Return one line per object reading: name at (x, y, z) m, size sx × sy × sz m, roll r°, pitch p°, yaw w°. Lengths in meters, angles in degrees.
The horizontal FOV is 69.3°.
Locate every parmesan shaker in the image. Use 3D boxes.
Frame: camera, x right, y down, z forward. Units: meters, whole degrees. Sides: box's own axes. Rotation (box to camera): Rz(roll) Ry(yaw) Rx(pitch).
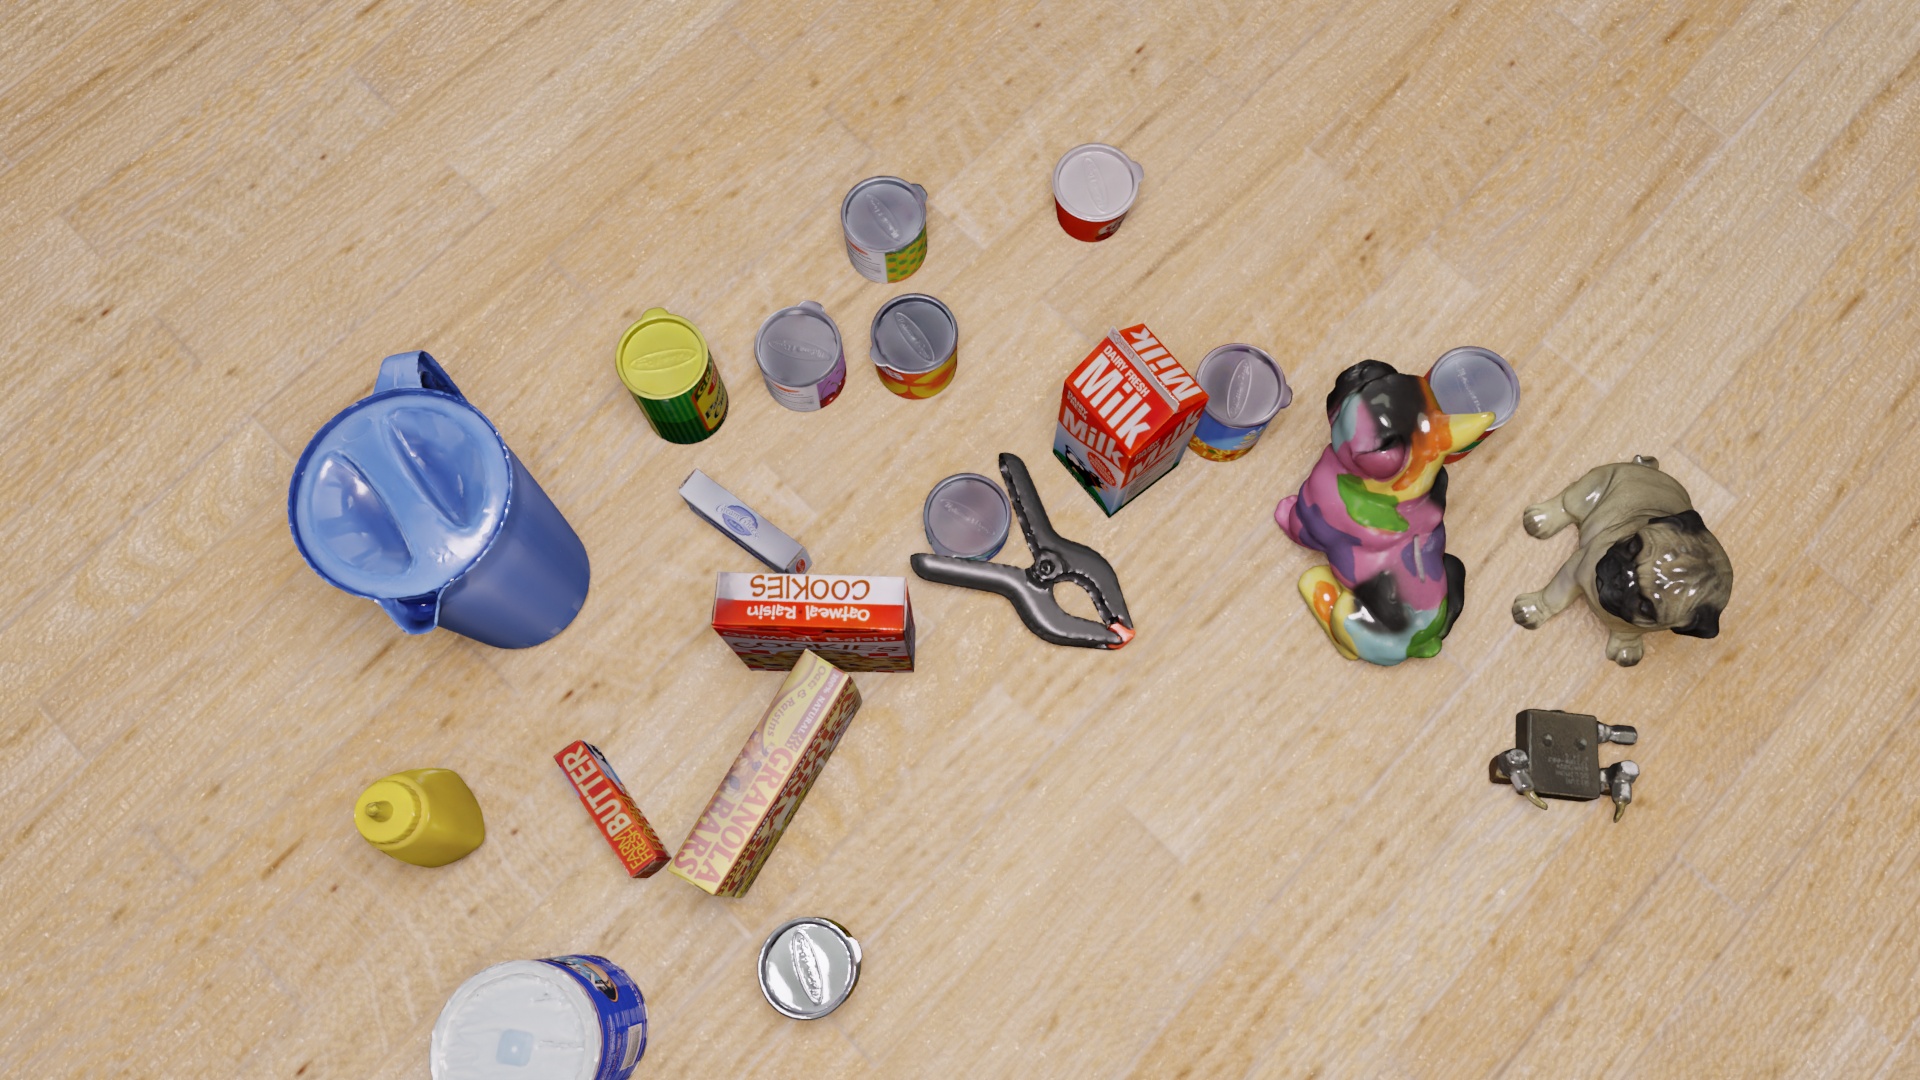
parmesan shaker at (-0.213, -0.121, 1.039) m, size 0.071 × 0.103 × 0.071 m, roll 0°, pitch 75°, yaw 0°

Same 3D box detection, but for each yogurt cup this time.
yogurt cup at (0.106, -0.274, 1.107) m, size 0.072 × 0.054 × 0.072 m, roll 0°, pitch 75°, yaw 0°

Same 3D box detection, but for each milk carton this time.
milk carton at (0.119, -0.088, 0.985) m, size 0.073 × 0.190 × 0.072 m, roll -37°, pitch 78°, yaw -9°

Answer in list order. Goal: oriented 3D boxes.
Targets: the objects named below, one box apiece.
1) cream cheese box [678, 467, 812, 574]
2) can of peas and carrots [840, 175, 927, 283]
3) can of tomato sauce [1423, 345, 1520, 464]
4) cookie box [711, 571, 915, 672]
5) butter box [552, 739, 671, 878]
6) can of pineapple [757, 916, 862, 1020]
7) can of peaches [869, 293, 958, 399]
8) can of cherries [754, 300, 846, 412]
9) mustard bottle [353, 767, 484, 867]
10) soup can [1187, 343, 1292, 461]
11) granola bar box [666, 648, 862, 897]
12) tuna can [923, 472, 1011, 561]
cream cheese box at (-0.160, -0.009, 1.034) m, size 0.104 × 0.053 × 0.024 m, roll 35°, pitch 78°, yaw 9°
can of peas and carrots at (-0.057, -0.246, 1.096) m, size 0.071 × 0.058 × 0.071 m, roll 0°, pitch 75°, yaw 0°
can of tomato sauce at (0.370, -0.099, 1.044) m, size 0.071 × 0.083 × 0.071 m, roll 0°, pitch 75°, yaw 0°
cookie box at (-0.095, 0.060, 0.956) m, size 0.123 × 0.167 × 0.040 m, roll 1°, pitch 75°, yaw 0°
butter box at (-0.244, 0.190, 0.979) m, size 0.024 × 0.053 × 0.103 m, roll -35°, pitch 78°, yaw -9°
can of pineapple at (-0.100, 0.291, 0.949) m, size 0.071 × 0.057 × 0.071 m, roll 0°, pitch 75°, yaw 0°
can of peaches at (-0.037, -0.147, 1.070) m, size 0.071 × 0.058 × 0.071 m, roll 0°, pitch 75°, yaw 0°
can of cherries at (-0.120, -0.141, 1.067) m, size 0.071 × 0.058 × 0.071 m, roll 0°, pitch 75°, yaw 0°
mustard bottle at (-0.366, 0.182, 0.925) m, size 0.049 × 0.160 × 0.065 m, roll -26°, pitch 77°, yaw -7°
soup can at (0.205, -0.101, 1.044) m, size 0.071 × 0.083 × 0.071 m, roll 0°, pitch 75°, yaw 0°
granola bar box at (-0.128, 0.163, 0.950) m, size 0.039 × 0.124 × 0.166 m, roll 30°, pitch 77°, yaw 7°
tuna can at (0.004, -0.013, 1.046) m, size 0.071 × 0.032 × 0.071 m, roll 0°, pitch 75°, yaw 0°
